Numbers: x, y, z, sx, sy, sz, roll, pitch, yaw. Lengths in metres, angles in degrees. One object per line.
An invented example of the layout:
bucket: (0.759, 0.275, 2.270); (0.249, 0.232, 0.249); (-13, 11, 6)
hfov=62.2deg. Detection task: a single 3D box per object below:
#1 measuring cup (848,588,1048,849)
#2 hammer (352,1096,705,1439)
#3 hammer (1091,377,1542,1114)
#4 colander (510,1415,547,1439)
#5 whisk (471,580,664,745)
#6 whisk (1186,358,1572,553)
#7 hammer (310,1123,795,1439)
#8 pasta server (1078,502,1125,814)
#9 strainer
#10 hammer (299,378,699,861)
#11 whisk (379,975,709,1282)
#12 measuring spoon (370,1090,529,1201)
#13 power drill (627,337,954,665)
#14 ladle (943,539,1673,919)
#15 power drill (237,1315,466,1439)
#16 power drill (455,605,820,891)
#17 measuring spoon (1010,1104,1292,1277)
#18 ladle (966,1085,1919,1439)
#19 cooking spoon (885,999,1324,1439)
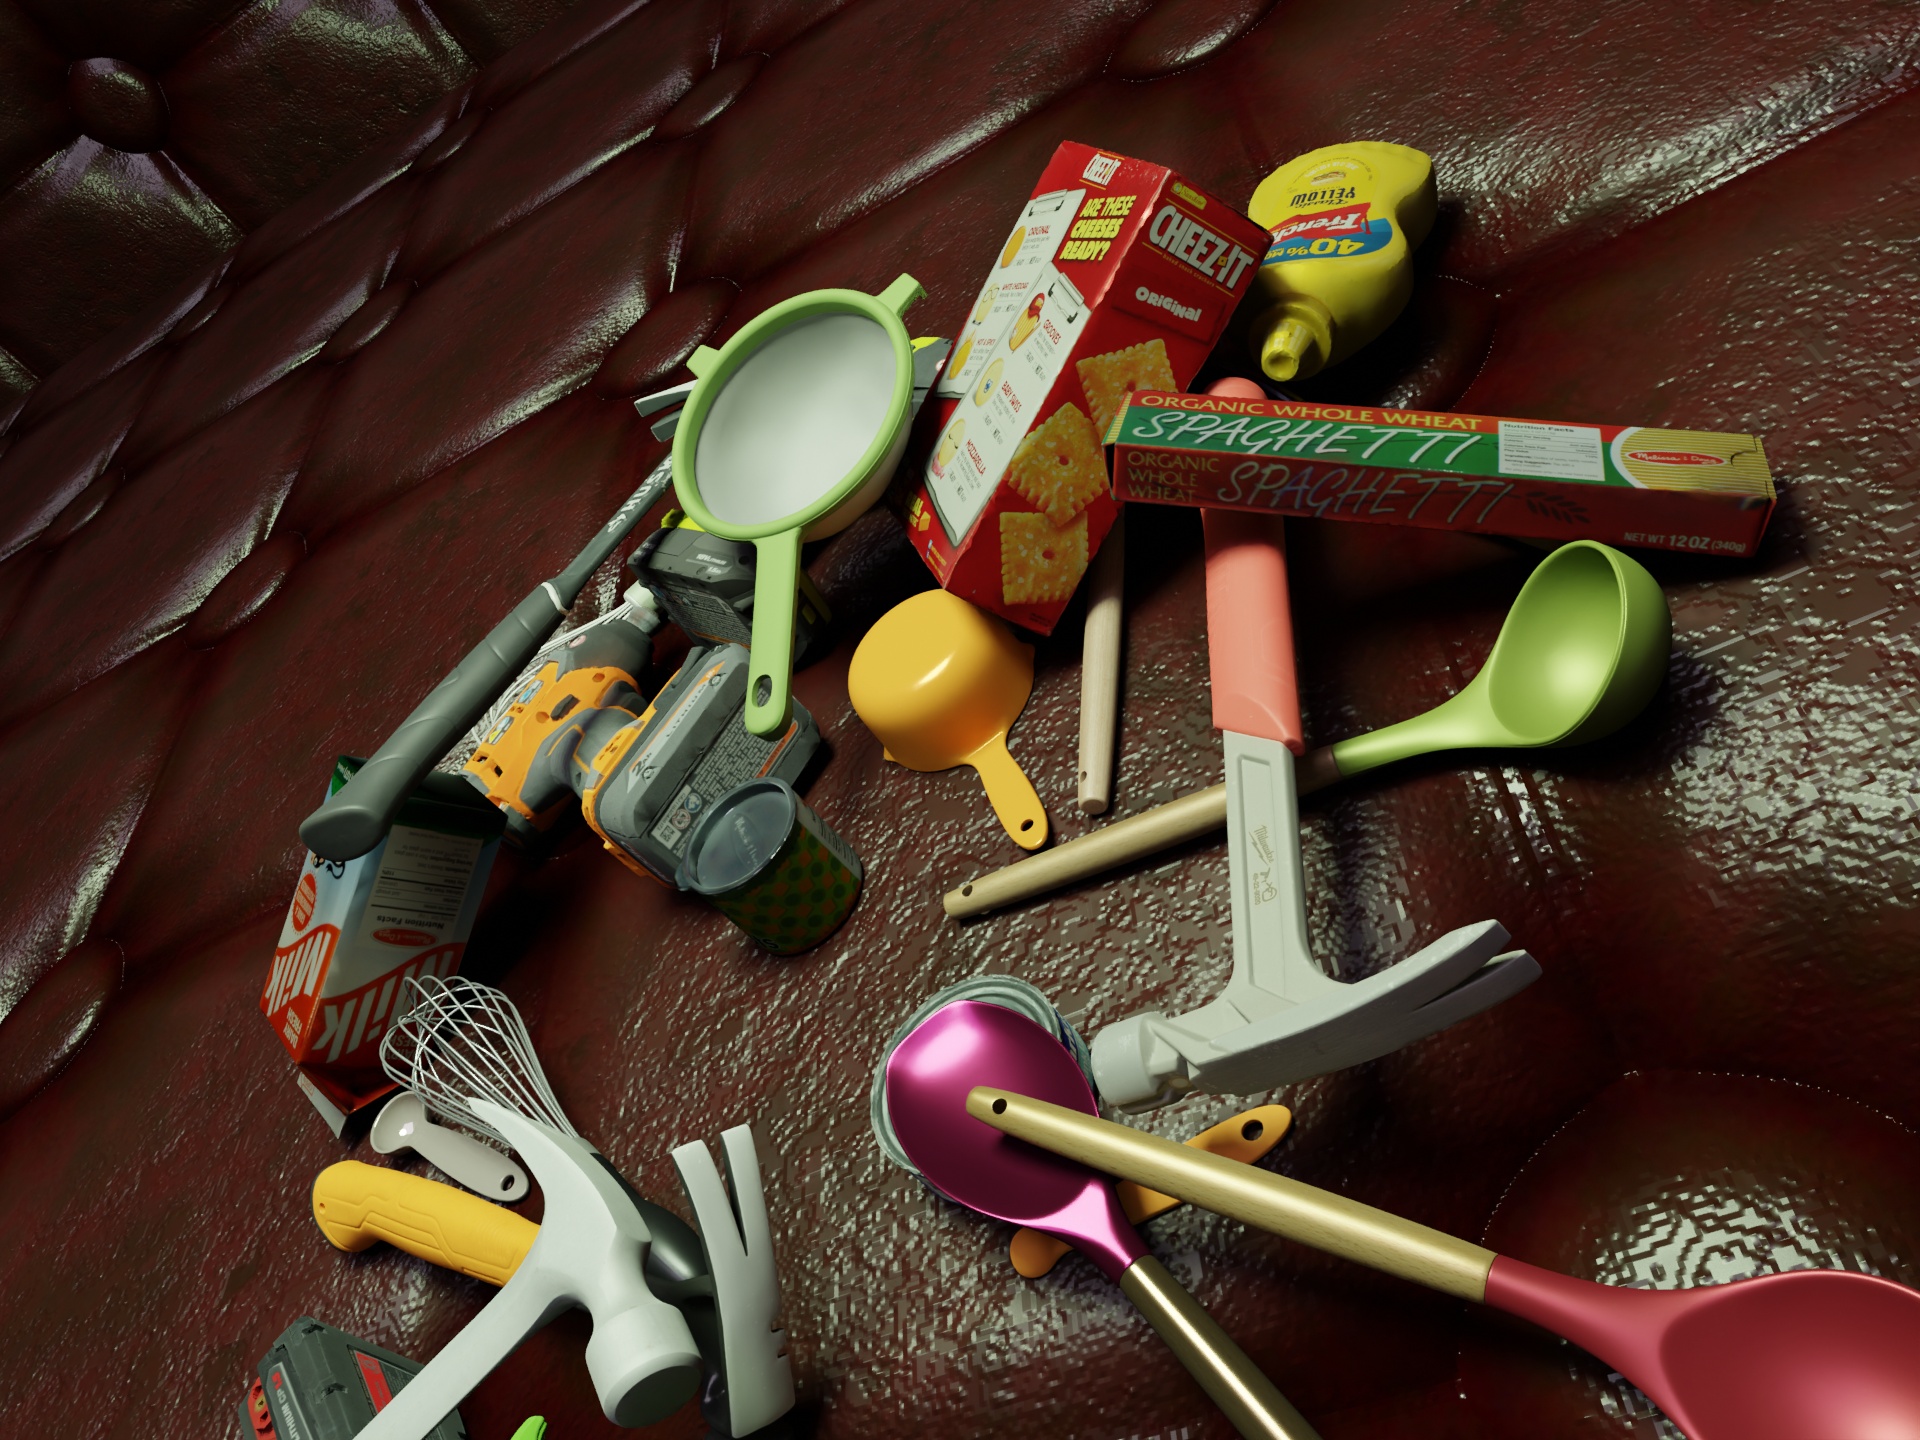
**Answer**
measuring cup: (-0.001, -0.002, 0.762); (0.095, 0.052, 0.174); (-36, 35, 5)
hammer: (-0.261, 0.307, 0.562); (0.405, 0.035, 0.144); (-45, 46, 3)
hammer: (0.122, -0.024, 0.620); (0.149, 0.036, 0.359); (-28, 36, 31)
colander: (-0.109, 0.358, 0.461); (0.094, 0.204, 0.397); (5, 19, -11)
whisk: (-0.213, -0.068, 1.017); (0.246, 0.059, 0.058); (-45, 10, -13)
whisk: (0.184, -0.120, 0.740); (0.245, 0.051, 0.047); (35, 99, 48)
hammer: (-0.192, 0.220, 0.678); (0.337, 0.034, 0.127); (-4, 94, 44)
pasta server: (0.068, -0.085, 0.800); (0.060, 0.040, 0.316); (-43, 29, 43)
strainer: (-0.077, -0.101, 0.827); (0.151, 0.069, 0.257); (-12, 63, 27)
hammer: (-0.216, -0.080, 0.876); (0.149, 0.036, 0.409); (-4, 41, 39)
whisk: (-0.193, 0.189, 0.733); (0.285, 0.070, 0.070); (23, 69, 45)
measuring spoon: (-0.251, 0.217, 0.792); (0.124, 0.018, 0.034); (11, 60, 38)
power drill: (-0.079, -0.141, 0.952); (0.171, 0.080, 0.223); (15, 60, 48)
ladle: (0.122, 0.019, 0.636); (0.320, 0.062, 0.078); (-23, 41, 25)
power drill: (-0.285, 0.374, 0.612); (0.227, 0.080, 0.188); (-49, 38, -7)
power drill: (-0.180, 0.005, 0.889); (0.227, 0.084, 0.164); (8, 58, 49)
measuring spoon: (0.066, 0.166, 0.569); (0.117, 0.011, 0.021); (-32, 38, 11)
ladle: (0.132, 0.158, 0.473); (0.315, 0.031, 0.069); (11, 63, 35)
cooking spoon: (0.071, 0.192, 0.500); (0.069, 0.017, 0.319); (-39, 44, -11)
